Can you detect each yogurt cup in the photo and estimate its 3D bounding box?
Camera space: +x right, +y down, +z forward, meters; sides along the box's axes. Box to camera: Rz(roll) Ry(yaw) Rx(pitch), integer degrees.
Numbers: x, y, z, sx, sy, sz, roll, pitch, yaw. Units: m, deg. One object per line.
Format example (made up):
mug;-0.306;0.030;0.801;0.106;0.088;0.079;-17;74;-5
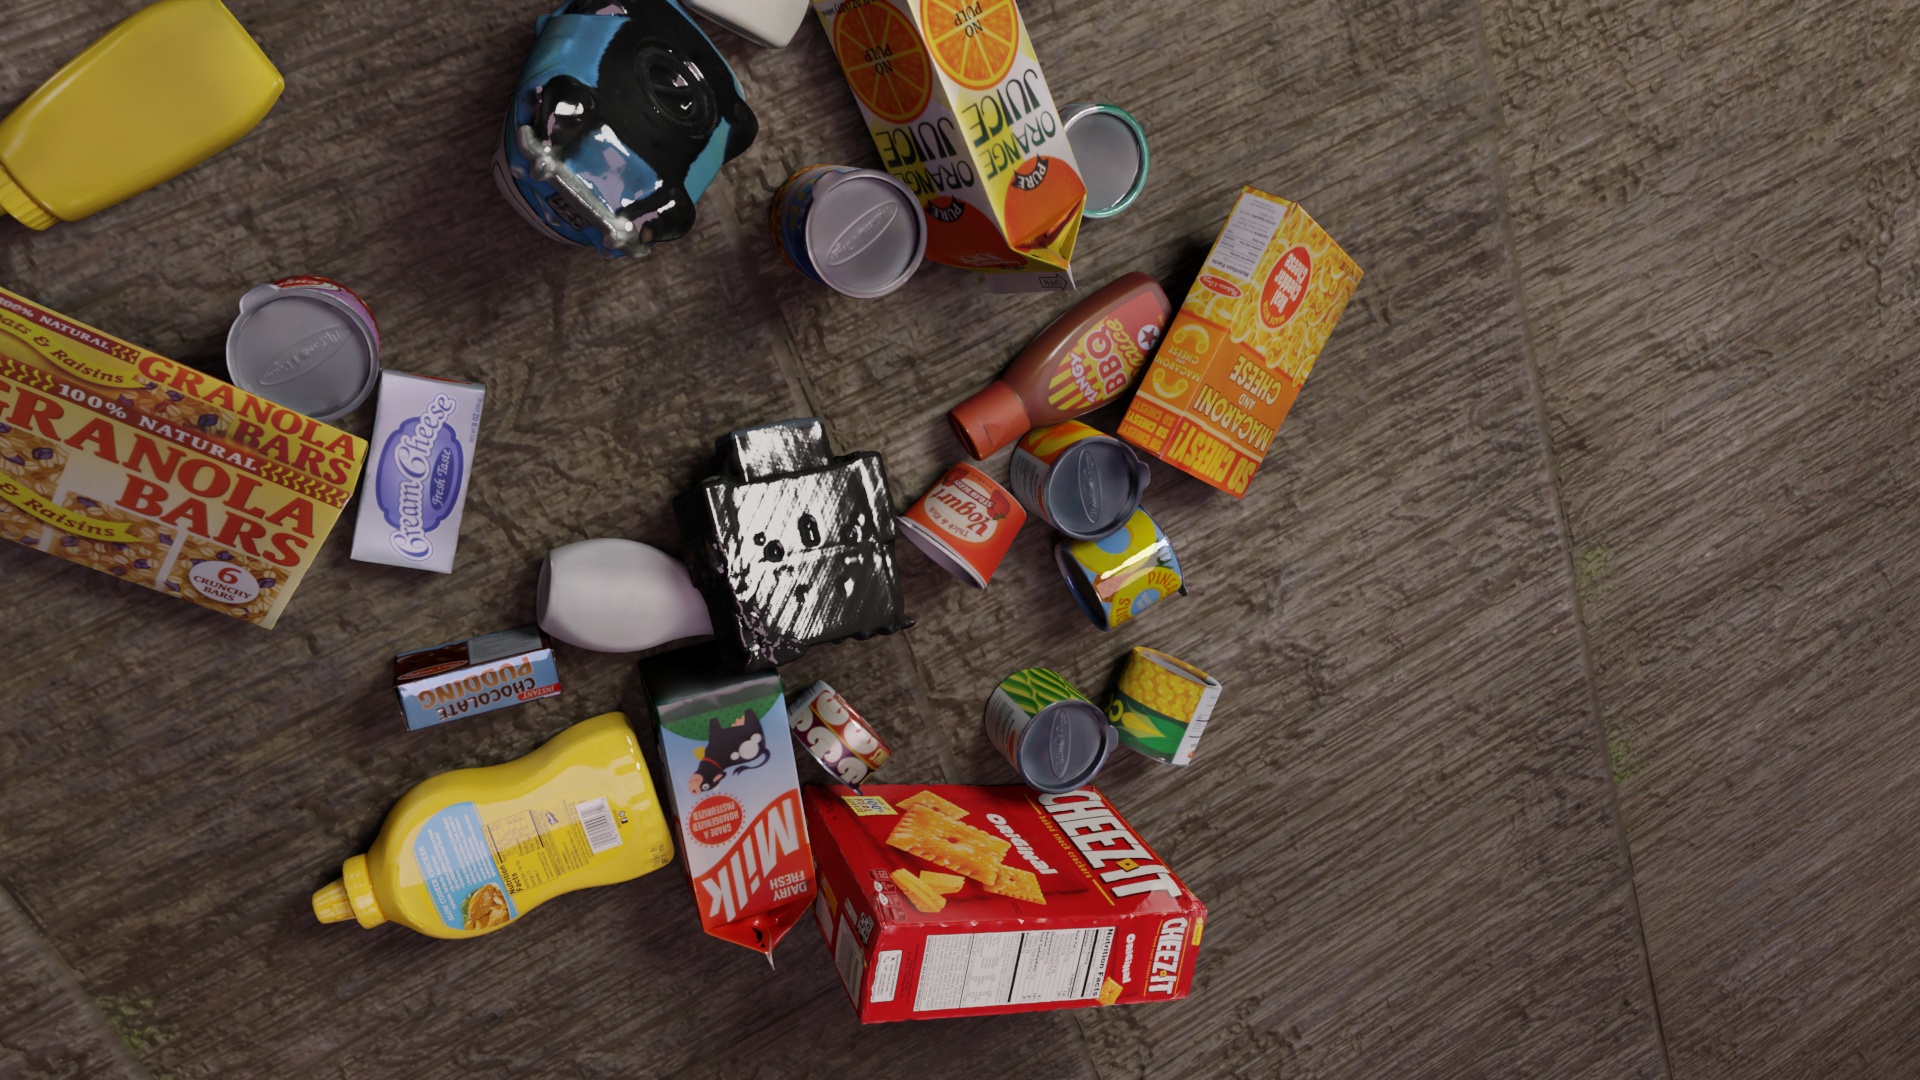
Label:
yogurt cup;0.003;-0.011;0.842;0.072;0.072;0.054;43;80;-27

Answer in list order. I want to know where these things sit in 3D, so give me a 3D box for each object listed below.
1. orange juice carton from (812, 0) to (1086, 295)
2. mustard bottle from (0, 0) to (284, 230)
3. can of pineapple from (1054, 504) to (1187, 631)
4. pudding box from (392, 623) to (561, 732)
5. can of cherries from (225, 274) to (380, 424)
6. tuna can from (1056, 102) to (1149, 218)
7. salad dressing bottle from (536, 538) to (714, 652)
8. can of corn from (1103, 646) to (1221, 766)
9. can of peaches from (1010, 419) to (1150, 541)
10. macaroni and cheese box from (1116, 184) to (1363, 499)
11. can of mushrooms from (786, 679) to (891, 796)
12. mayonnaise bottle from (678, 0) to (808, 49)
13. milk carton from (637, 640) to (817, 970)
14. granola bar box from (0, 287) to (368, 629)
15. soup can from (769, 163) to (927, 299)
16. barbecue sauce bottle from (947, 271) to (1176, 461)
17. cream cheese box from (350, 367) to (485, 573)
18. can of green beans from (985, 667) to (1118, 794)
orange juice carton;0.004;-0.221;0.758;0.073;0.072;0.192;-42;119;-32
mustard bottle;-0.393;-0.186;0.634;0.160;0.049;0.065;-36;116;-7
can of pineapple;0.102;0.018;0.886;0.058;0.071;0.070;-30;115;-10
pudding box;-0.267;0.074;0.767;0.084;0.050;0.030;-13;110;-18
can of cherries;-0.323;-0.098;0.685;0.071;0.058;0.071;-7;109;-19
tuna can;0.078;-0.223;0.821;0.071;0.033;0.070;-6;109;-19
salad dressing bottle;-0.164;0.034;0.798;0.148;0.044;0.064;6;81;-27
can of corn;0.132;0.109;0.931;0.071;0.071;0.058;19;98;-26
can of peaches;0.073;-0.039;0.863;0.071;0.058;0.071;-7;108;-20
macaroni and cheese box;0.175;-0.118;0.863;0.124;0.040;0.166;19;101;-54
can of mushrooms;-0.074;0.120;0.849;0.033;0.071;0.071;-45;117;-5
mayonnaise bottle;-0.091;-0.334;0.714;0.065;0.041;0.148;20;97;-29
milk carton;-0.136;0.161;0.834;0.073;0.072;0.189;-13;111;-18
granola bar box;-0.387;-0.033;0.659;0.165;0.039;0.123;26;130;-27
soup can;-0.064;-0.171;0.751;0.071;0.084;0.071;-7;109;-20
barbecue sauce bottle;0.063;-0.102;0.847;0.149;0.044;0.064;-33;120;-9
cream cheese box;-0.288;-0.037;0.738;0.053;0.024;0.103;9;103;-23
can of green beans;0.056;0.124;0.908;0.071;0.058;0.071;-7;109;-20
